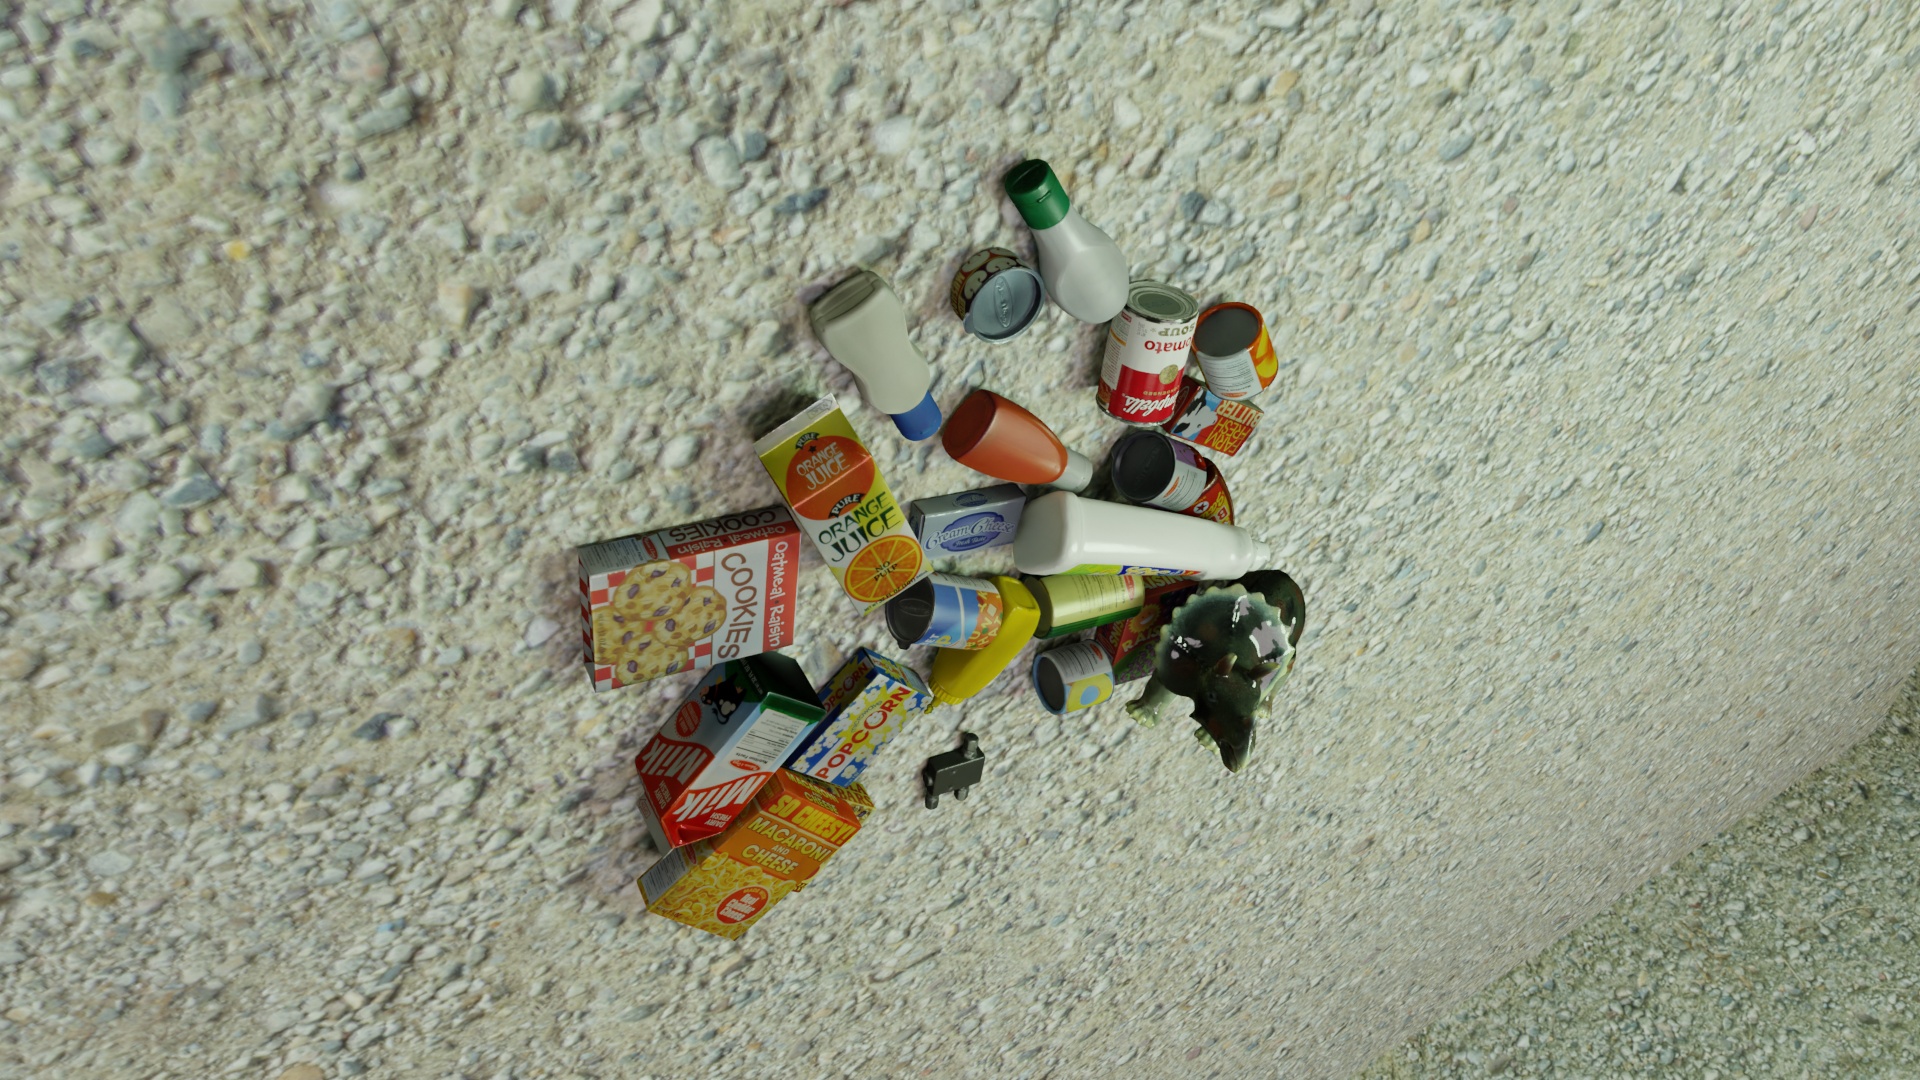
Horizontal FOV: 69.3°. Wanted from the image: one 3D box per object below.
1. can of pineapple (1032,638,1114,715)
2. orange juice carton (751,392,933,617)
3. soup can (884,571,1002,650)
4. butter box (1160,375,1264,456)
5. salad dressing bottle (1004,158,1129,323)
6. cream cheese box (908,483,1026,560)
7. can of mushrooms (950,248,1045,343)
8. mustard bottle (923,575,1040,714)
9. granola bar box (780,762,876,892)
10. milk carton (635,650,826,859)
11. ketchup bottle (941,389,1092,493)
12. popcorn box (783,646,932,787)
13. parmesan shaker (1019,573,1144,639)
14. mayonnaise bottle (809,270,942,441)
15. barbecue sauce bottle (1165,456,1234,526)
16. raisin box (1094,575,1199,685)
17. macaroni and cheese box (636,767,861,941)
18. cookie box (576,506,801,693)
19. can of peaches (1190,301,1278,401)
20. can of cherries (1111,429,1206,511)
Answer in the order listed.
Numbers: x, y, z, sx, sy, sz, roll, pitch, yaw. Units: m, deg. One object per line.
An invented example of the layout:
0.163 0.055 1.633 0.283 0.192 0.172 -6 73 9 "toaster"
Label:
0.112 0.138 1.391 0.058 0.071 0.070 -13 133 -26 "can of pineapple"
-0.094 -0.032 1.079 0.072 0.073 0.191 -33 139 -6 "orange juice carton"
-0.015 0.065 1.229 0.084 0.071 0.071 11 120 -42 "soup can"
0.231 -0.113 1.278 0.103 0.024 0.053 14 117 -43 "butter box"
0.081 -0.225 1.052 0.064 0.044 0.147 -38 139 3 "salad dressing bottle"
0.004 -0.015 1.203 0.104 0.024 0.053 -11 132 -28 "cream cheese box"
0.026 -0.185 1.056 0.071 0.033 0.070 -20 137 -20 "can of mushrooms"
0.011 0.105 1.293 0.049 0.065 0.159 14 124 -38 "mustard bottle"
-0.177 0.271 1.324 0.124 0.039 0.165 -48 138 12 "granola bar box"
-0.211 0.183 1.194 0.190 0.072 0.073 -50 138 11 "milk carton"
0.054 -0.076 1.169 0.149 0.044 0.064 21 114 -45 "ketchup bottle"
-0.099 0.166 1.284 0.126 0.038 0.085 -47 138 10 "popcorn box"
0.112 0.049 1.313 0.103 0.071 0.071 -12 133 -26 "parmesan shaker"
-0.056 -0.132 1.041 0.065 0.041 0.147 -34 141 -2 "mayonnaise bottle"
0.239 -0.019 1.355 0.065 0.044 0.148 -31 140 5 "barbecue sauce bottle"
0.186 0.086 1.417 0.086 0.040 0.122 -12 134 -27 "raisin box"
-0.191 0.284 1.263 0.166 0.040 0.123 -42 139 6 "macaroni and cheese box"
-0.211 0.045 1.091 0.168 0.040 0.122 -13 134 -25 "cookie box"
0.237 -0.166 1.204 0.071 0.071 0.058 -37 139 -1 "can of peaches"
0.178 -0.064 1.253 0.058 0.072 0.071 13 119 -49 "can of cherries"
